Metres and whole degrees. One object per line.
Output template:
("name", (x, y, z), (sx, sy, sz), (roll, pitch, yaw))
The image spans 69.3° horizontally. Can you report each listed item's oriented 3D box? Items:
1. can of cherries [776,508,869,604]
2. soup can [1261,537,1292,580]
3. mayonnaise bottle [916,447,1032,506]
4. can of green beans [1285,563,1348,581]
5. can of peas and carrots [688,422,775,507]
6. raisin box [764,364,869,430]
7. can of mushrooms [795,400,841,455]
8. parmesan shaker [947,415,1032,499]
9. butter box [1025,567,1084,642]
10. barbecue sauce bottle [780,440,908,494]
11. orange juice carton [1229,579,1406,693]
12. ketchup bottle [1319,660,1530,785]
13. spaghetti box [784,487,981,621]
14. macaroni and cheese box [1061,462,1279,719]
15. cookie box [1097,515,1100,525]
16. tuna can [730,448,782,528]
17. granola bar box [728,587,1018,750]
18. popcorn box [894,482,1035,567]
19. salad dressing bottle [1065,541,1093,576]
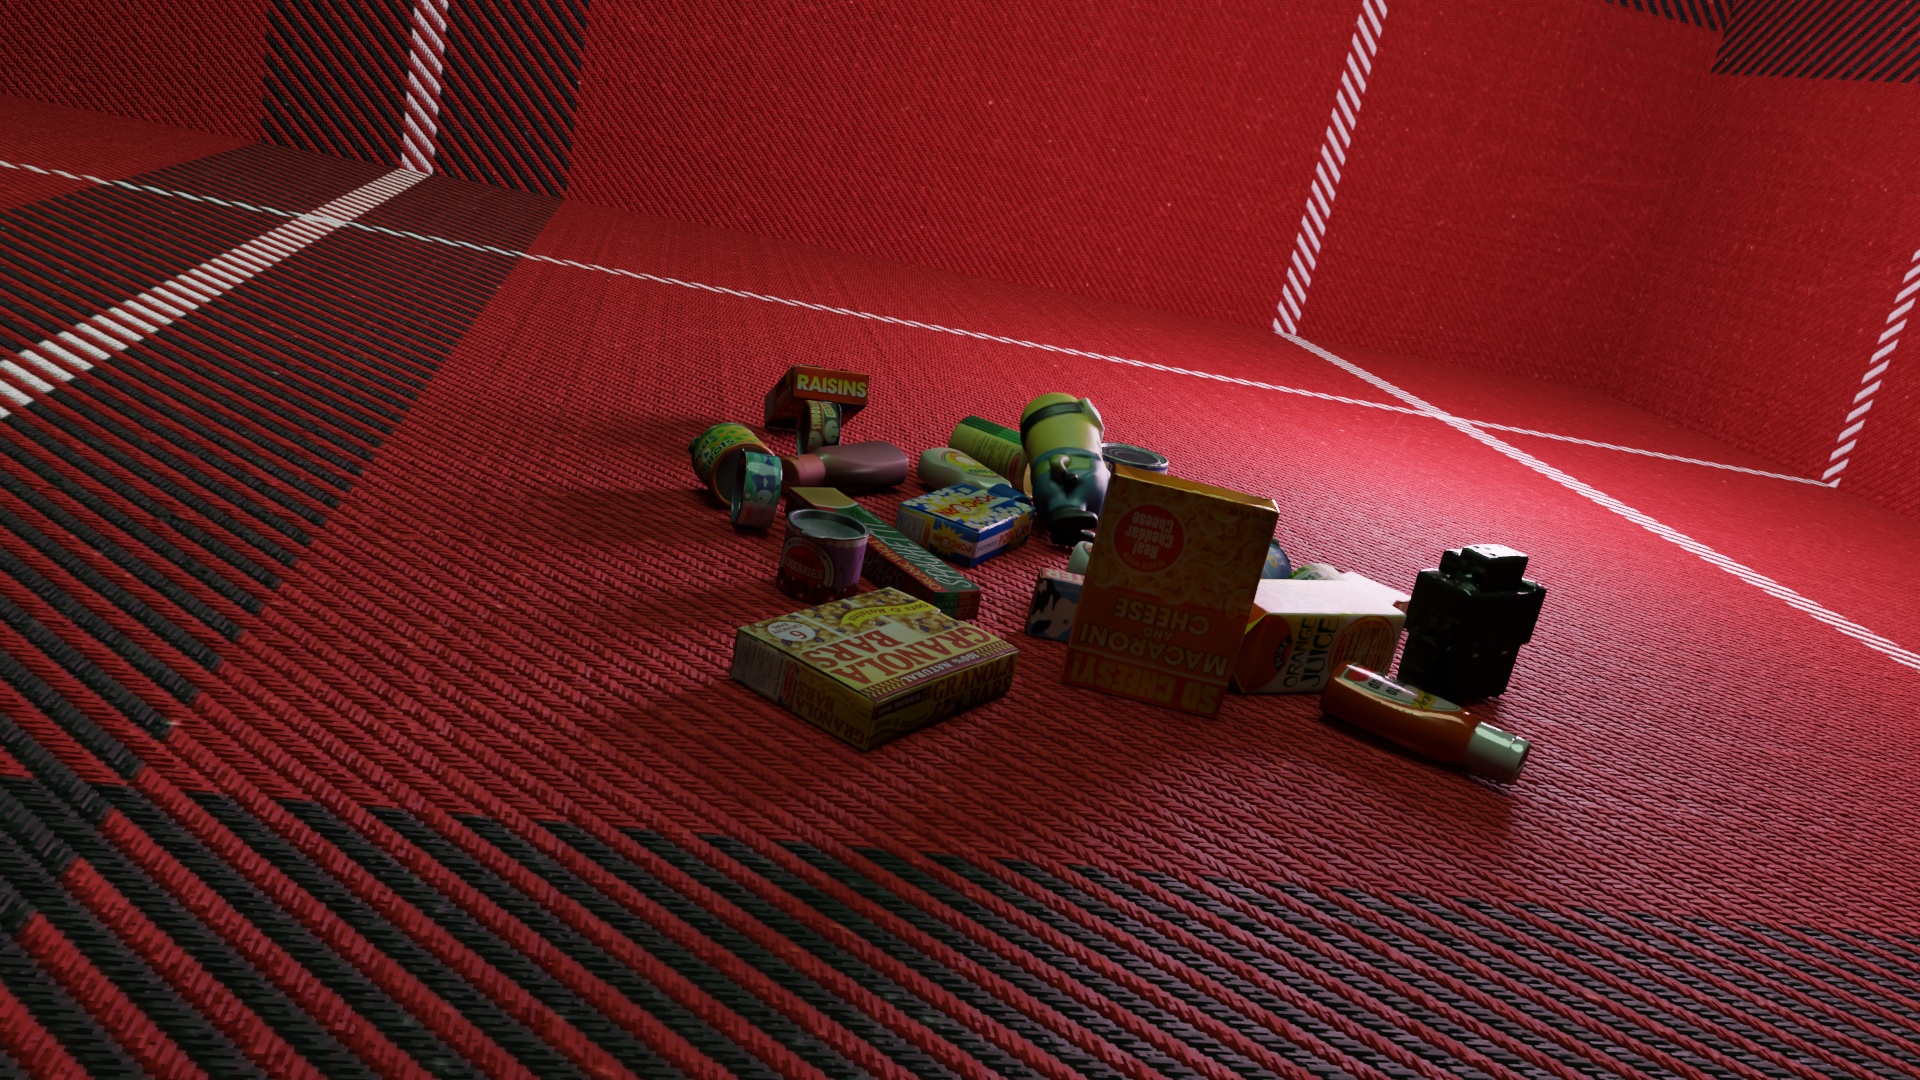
("can of cherries", (-0.112, 0.013, 1.106), (0.071, 0.058, 0.072), (12, 18, -4))
("soup can", (0.254, 0.033, 1.269), (0.071, 0.071, 0.084), (26, 22, 37))
("mayonnaise bottle", (0.017, -0.054, 1.425), (0.065, 0.041, 0.148), (1, 20, -36))
("can of green beans", (0.324, 0.060, 1.241), (0.071, 0.071, 0.058), (9, 17, -12))
("can of peas and carrots", (-0.209, -0.069, 1.277), (0.071, 0.070, 0.059), (2, 21, -30))
("raisin box", (-0.159, -0.154, 1.521), (0.086, 0.040, 0.123), (6, -12, -21))
("can of mushrooms", (-0.148, -0.115, 1.450), (0.033, 0.070, 0.071), (4, 19, -20))
("parmesan shaker", (0.046, -0.094, 1.517), (0.103, 0.071, 0.071), (23, 20, 31))
("butter box", (0.108, 0.058, 1.124), (0.103, 0.053, 0.024), (11, 19, -5))
("barbecue sauce bottle", (-0.121, -0.071, 1.381), (0.065, 0.043, 0.149), (24, 22, 34))
("orange juice carton", (0.262, 0.078, 1.136), (0.193, 0.072, 0.072), (2, 21, -28))
("ketchup bottle", (0.353, 0.140, 1.057), (0.149, 0.043, 0.065), (24, 21, 30))
("spaghetti box", (-0.071, 0.008, 1.196), (0.050, 0.028, 0.250), (-2, 22, -36))
("macaroni and cheese box", (0.154, 0.038, 1.032), (0.124, 0.165, 0.040), (14, 17, 3))
("cookie box", (0.211, -0.036, 1.499), (0.167, 0.040, 0.123), (14, 18, 6))
("tuna can", (-0.180, -0.047, 1.223), (0.033, 0.070, 0.071), (9, 18, -18))
("granola bar box", (-0.056, 0.083, 0.961), (0.124, 0.039, 0.166), (24, 21, 31))
("popcorn box", (0.005, -0.016, 1.306), (0.085, 0.038, 0.127), (19, 19, 23))
("salad dressing bottle", (0.168, 0.043, 1.226), (0.148, 0.043, 0.064), (18, 17, 16))
